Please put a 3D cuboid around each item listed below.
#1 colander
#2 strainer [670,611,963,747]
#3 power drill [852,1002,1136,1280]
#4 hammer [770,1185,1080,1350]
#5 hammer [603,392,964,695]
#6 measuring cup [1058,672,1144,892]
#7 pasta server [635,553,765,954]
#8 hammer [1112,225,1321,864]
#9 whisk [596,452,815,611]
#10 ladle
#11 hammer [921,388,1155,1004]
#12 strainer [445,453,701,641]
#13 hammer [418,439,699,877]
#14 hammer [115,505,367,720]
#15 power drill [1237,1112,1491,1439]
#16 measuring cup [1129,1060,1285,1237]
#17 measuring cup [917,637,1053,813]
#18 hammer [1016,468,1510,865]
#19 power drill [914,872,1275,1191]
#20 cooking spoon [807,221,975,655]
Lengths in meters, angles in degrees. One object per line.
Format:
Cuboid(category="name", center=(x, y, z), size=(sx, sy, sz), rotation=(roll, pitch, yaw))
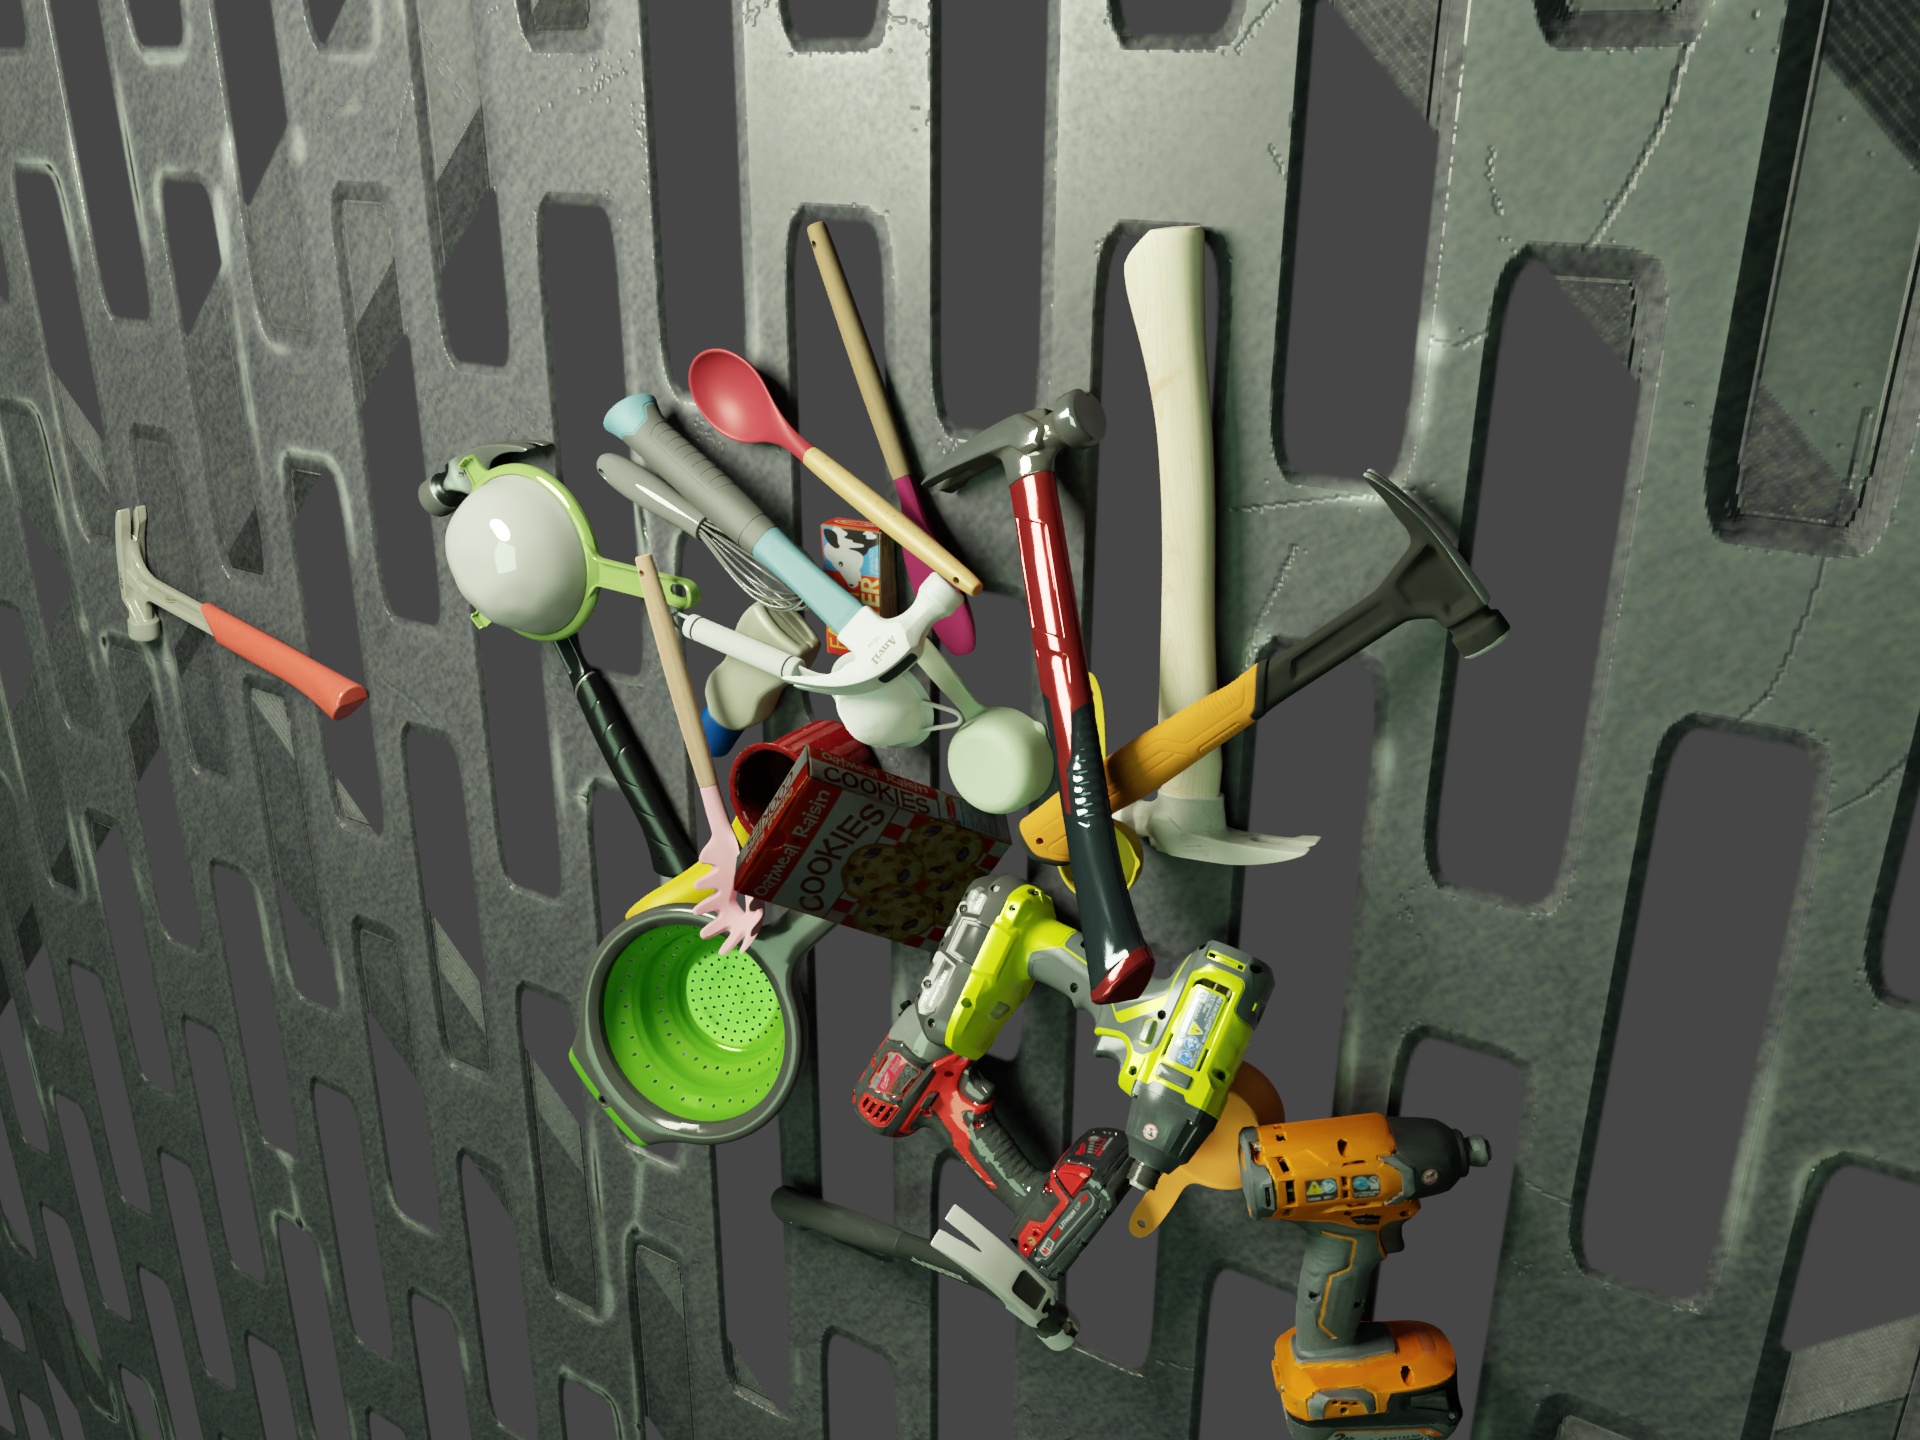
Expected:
Cuboid(category="colander", center=(-0.154, 0.194, 1.323), size=(0.397, 0.094, 0.204), rotation=(-42, 84, 19))
Cuboid(category="strainer", center=(-0.118, -0.033, 1.180), size=(0.258, 0.050, 0.086), rotation=(23, 136, 26))
Cuboid(category="power drill", center=(0.029, 0.309, 1.227), size=(0.220, 0.078, 0.143), rotation=(37, 118, 14))
Cuboid(category="hammer", center=(-0.056, 0.428, 1.313), size=(0.335, 0.035, 0.146), rotation=(-3, 133, 51))
Cuboid(category="hammer", center=(-0.150, -0.140, 1.165), size=(0.331, 0.033, 0.128), rotation=(43, 94, 24))
Cuboid(category="measuring cup", center=(0.094, 0.044, 1.079), size=(0.062, 0.029, 0.156), rotation=(-1, 95, 26))
Cuboid(category="pasta server", center=(-0.207, 0.027, 1.233), size=(0.060, 0.040, 0.316), rotation=(-8, 101, 35))
Cuboid(category="hammer", center=(0.155, -0.103, 1.019), size=(0.146, 0.038, 0.410), rotation=(7, 111, 30))
Cuboid(category="whisk", center=(-0.200, -0.151, 1.234), size=(0.239, 0.055, 0.055), rotation=(33, 123, 24))
Cuboid(category="ladle", center=(-0.091, -0.175, 1.122), size=(0.316, 0.031, 0.069), rotation=(41, 137, 31))
Cuboid(category="hammer", center=(0.057, -0.010, 1.024), size=(0.143, 0.038, 0.386), rotation=(-20, 71, 41))
Cuboid(category="strainer", center=(-0.326, -0.118, 1.275), size=(0.256, 0.069, 0.151), rotation=(15, 115, 28))
Cuboid(category="hammer", center=(-0.326, -0.050, 1.366), size=(0.149, 0.036, 0.409), rotation=(-23, 95, 37))
Cuboid(category="hammer", center=(-0.740, -0.095, 1.626), size=(0.359, 0.037, 0.149), rotation=(24, 120, 25))
Cuboid(category="power drill", center=(0.281, 0.372, 1.077), size=(0.164, 0.084, 0.226), rotation=(-8, 104, 5))
Cuboid(category="measuring cup", center=(0.173, 0.315, 1.161), size=(0.095, 0.052, 0.173), rotation=(38, 127, 16))
Cuboid(category="measuring cup", center=(-0.002, -0.004, 1.160), size=(0.167, 0.038, 0.083), rotation=(51, 127, 4))
Cuboid(category="hammer", center=(0.164, -0.013, 0.999), size=(0.337, 0.034, 0.127), rotation=(-36, 92, 25))
Cuboid(category="power drill", center=(0.088, 0.212, 1.120), size=(0.223, 0.080, 0.171), rotation=(20, 77, 30))
Cuboid(category="cooking spoon", center=(-0.048, -0.197, 1.127), size=(0.069, 0.017, 0.319), rotation=(-7, 105, 61))
